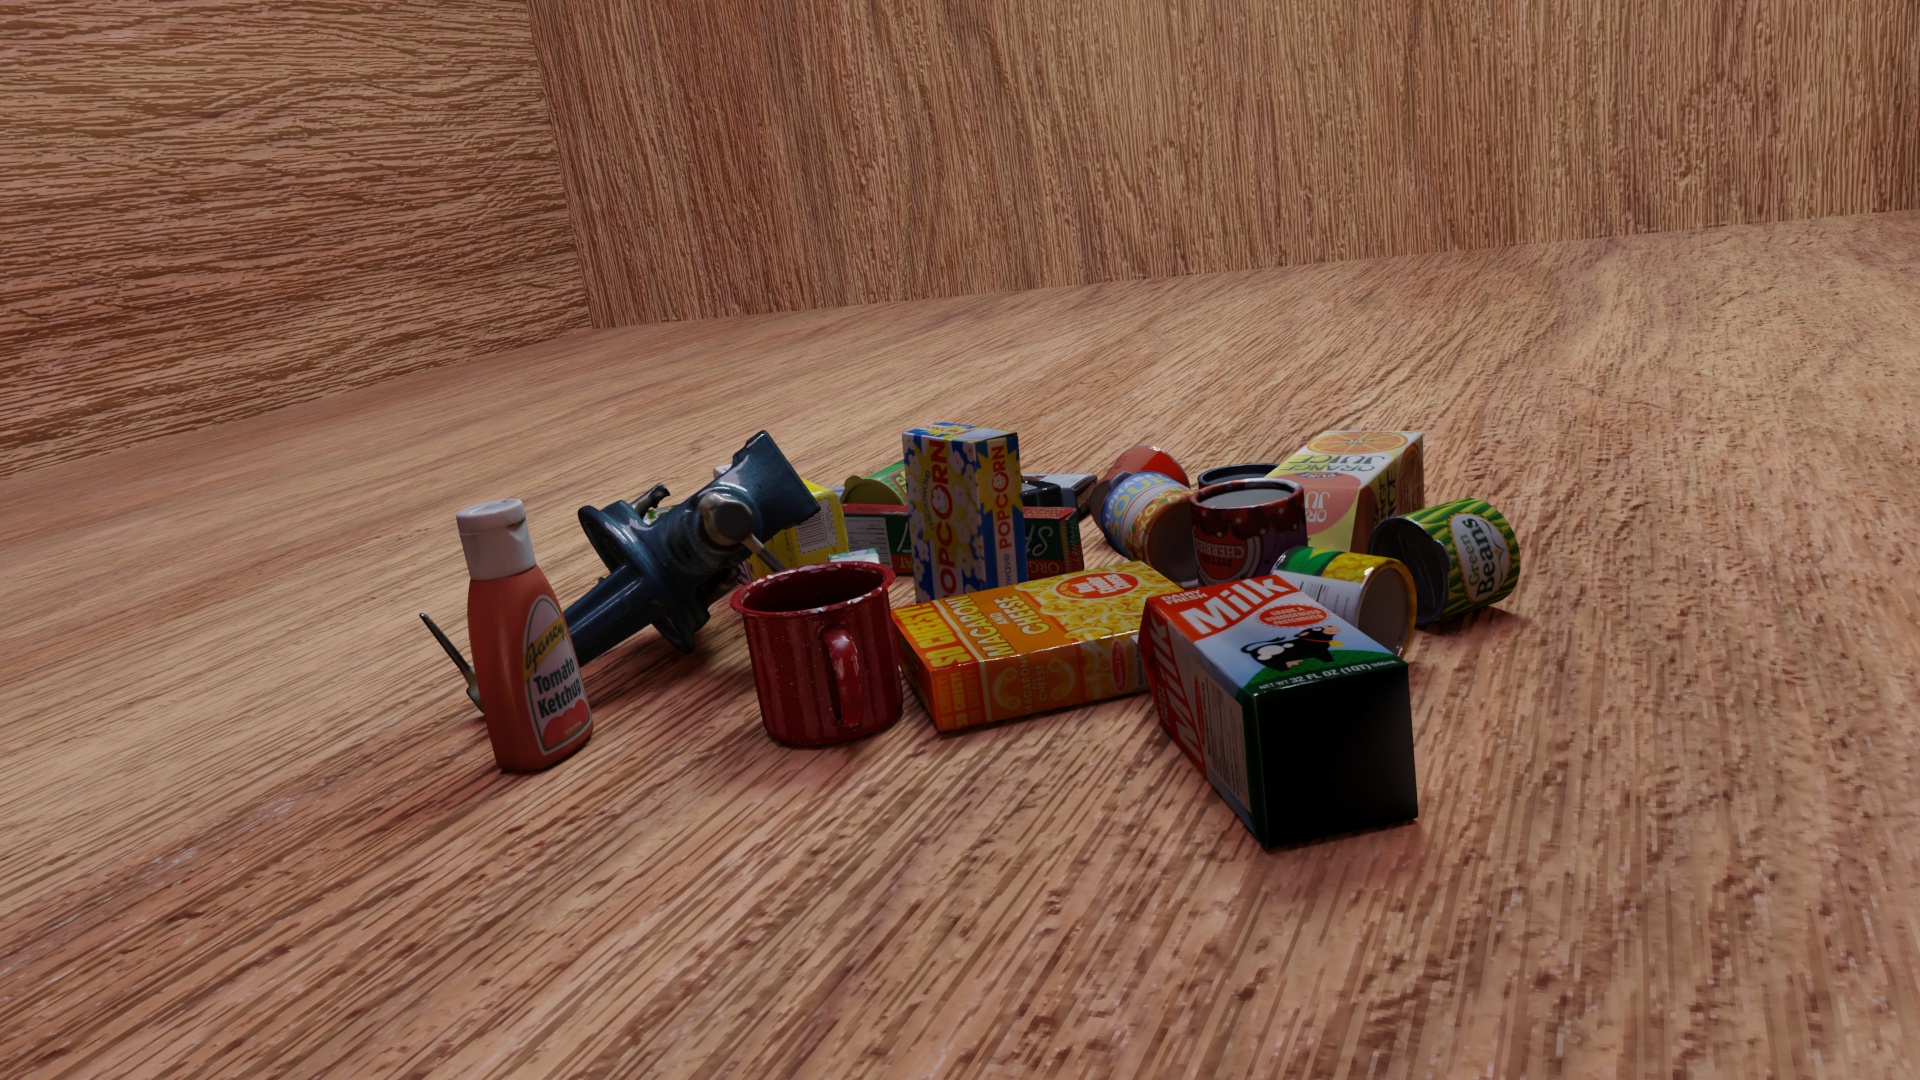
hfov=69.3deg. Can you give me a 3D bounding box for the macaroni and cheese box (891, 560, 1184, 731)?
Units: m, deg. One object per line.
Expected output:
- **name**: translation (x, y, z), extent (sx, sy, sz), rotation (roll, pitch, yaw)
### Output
- **macaroni and cheese box**: translation (0.051, 0.059, 0.815), extent (0.167, 0.040, 0.124), rotation (-11, 16, -12)

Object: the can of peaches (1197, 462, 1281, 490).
- **can of peaches**: translation (0.205, -0.019, 0.988), extent (0.071, 0.058, 0.071), rotation (-7, 15, 2)

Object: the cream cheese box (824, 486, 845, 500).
- **cream cheese box**: translation (-0.094, -0.030, 1.240), extent (0.104, 0.024, 0.053), rotation (2, 18, 33)

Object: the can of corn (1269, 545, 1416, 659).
- **can of corn**: translation (0.210, 0.038, 0.762), extent (0.071, 0.071, 0.058), rotation (-21, 20, -40)

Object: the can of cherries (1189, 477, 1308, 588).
- **can of cherries**: translation (0.167, 0.000, 0.806), extent (0.071, 0.058, 0.072), rotation (-8, 16, 2)

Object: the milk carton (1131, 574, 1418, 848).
- **milk carton**: translation (0.142, 0.069, 0.672), extent (0.072, 0.073, 0.191), rotation (-10, 15, -8)

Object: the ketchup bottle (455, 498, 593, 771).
- **ketchup bottle**: translation (-0.251, 0.052, 0.789), extent (0.043, 0.148, 0.065), rotation (-4, 15, 21)

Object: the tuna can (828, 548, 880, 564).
- **tuna can**: translation (-0.065, 0.040, 0.899), extent (0.033, 0.071, 0.071), rotation (-8, 15, -4)

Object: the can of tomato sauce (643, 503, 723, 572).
- **can of tomato sauce**: translation (-0.231, 0.004, 1.100), extent (0.083, 0.071, 0.071), rotation (-12, 16, -13)

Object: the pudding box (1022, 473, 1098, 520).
- **pudding box**: translation (0.070, -0.036, 1.169), extent (0.083, 0.030, 0.050), rotation (0, 18, 29)

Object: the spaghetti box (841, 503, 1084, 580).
- **spaghetti box**: translation (-0.024, 0.000, 1.048), extent (0.250, 0.050, 0.029), rotation (2, 19, 31)

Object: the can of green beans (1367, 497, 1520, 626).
- **can of green beans**: translation (0.285, 0.012, 0.818), extent (0.058, 0.071, 0.071), rotation (-14, 16, -22)

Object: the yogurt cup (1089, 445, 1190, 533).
- **yogurt cup**: translation (0.135, -0.033, 1.063), extent (0.072, 0.072, 0.054), rotation (4, 27, 37)

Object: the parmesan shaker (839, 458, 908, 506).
- **parmesan shaker**: translation (-0.047, -0.035, 1.143), extent (0.071, 0.071, 0.103), rotation (1, 17, 29)

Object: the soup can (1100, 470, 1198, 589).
- **soup can**: translation (0.140, -0.010, 0.962), extent (0.071, 0.071, 0.084), rotation (-11, 16, -11)

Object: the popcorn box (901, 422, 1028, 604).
- **popcorn box**: translation (0.003, -0.012, 0.932), extent (0.038, 0.126, 0.085), rotation (-13, 15, -34)

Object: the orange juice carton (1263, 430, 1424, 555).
- **orange juice carton**: translation (0.249, -0.016, 0.926), extent (0.072, 0.072, 0.193), rotation (3, 19, 33)
